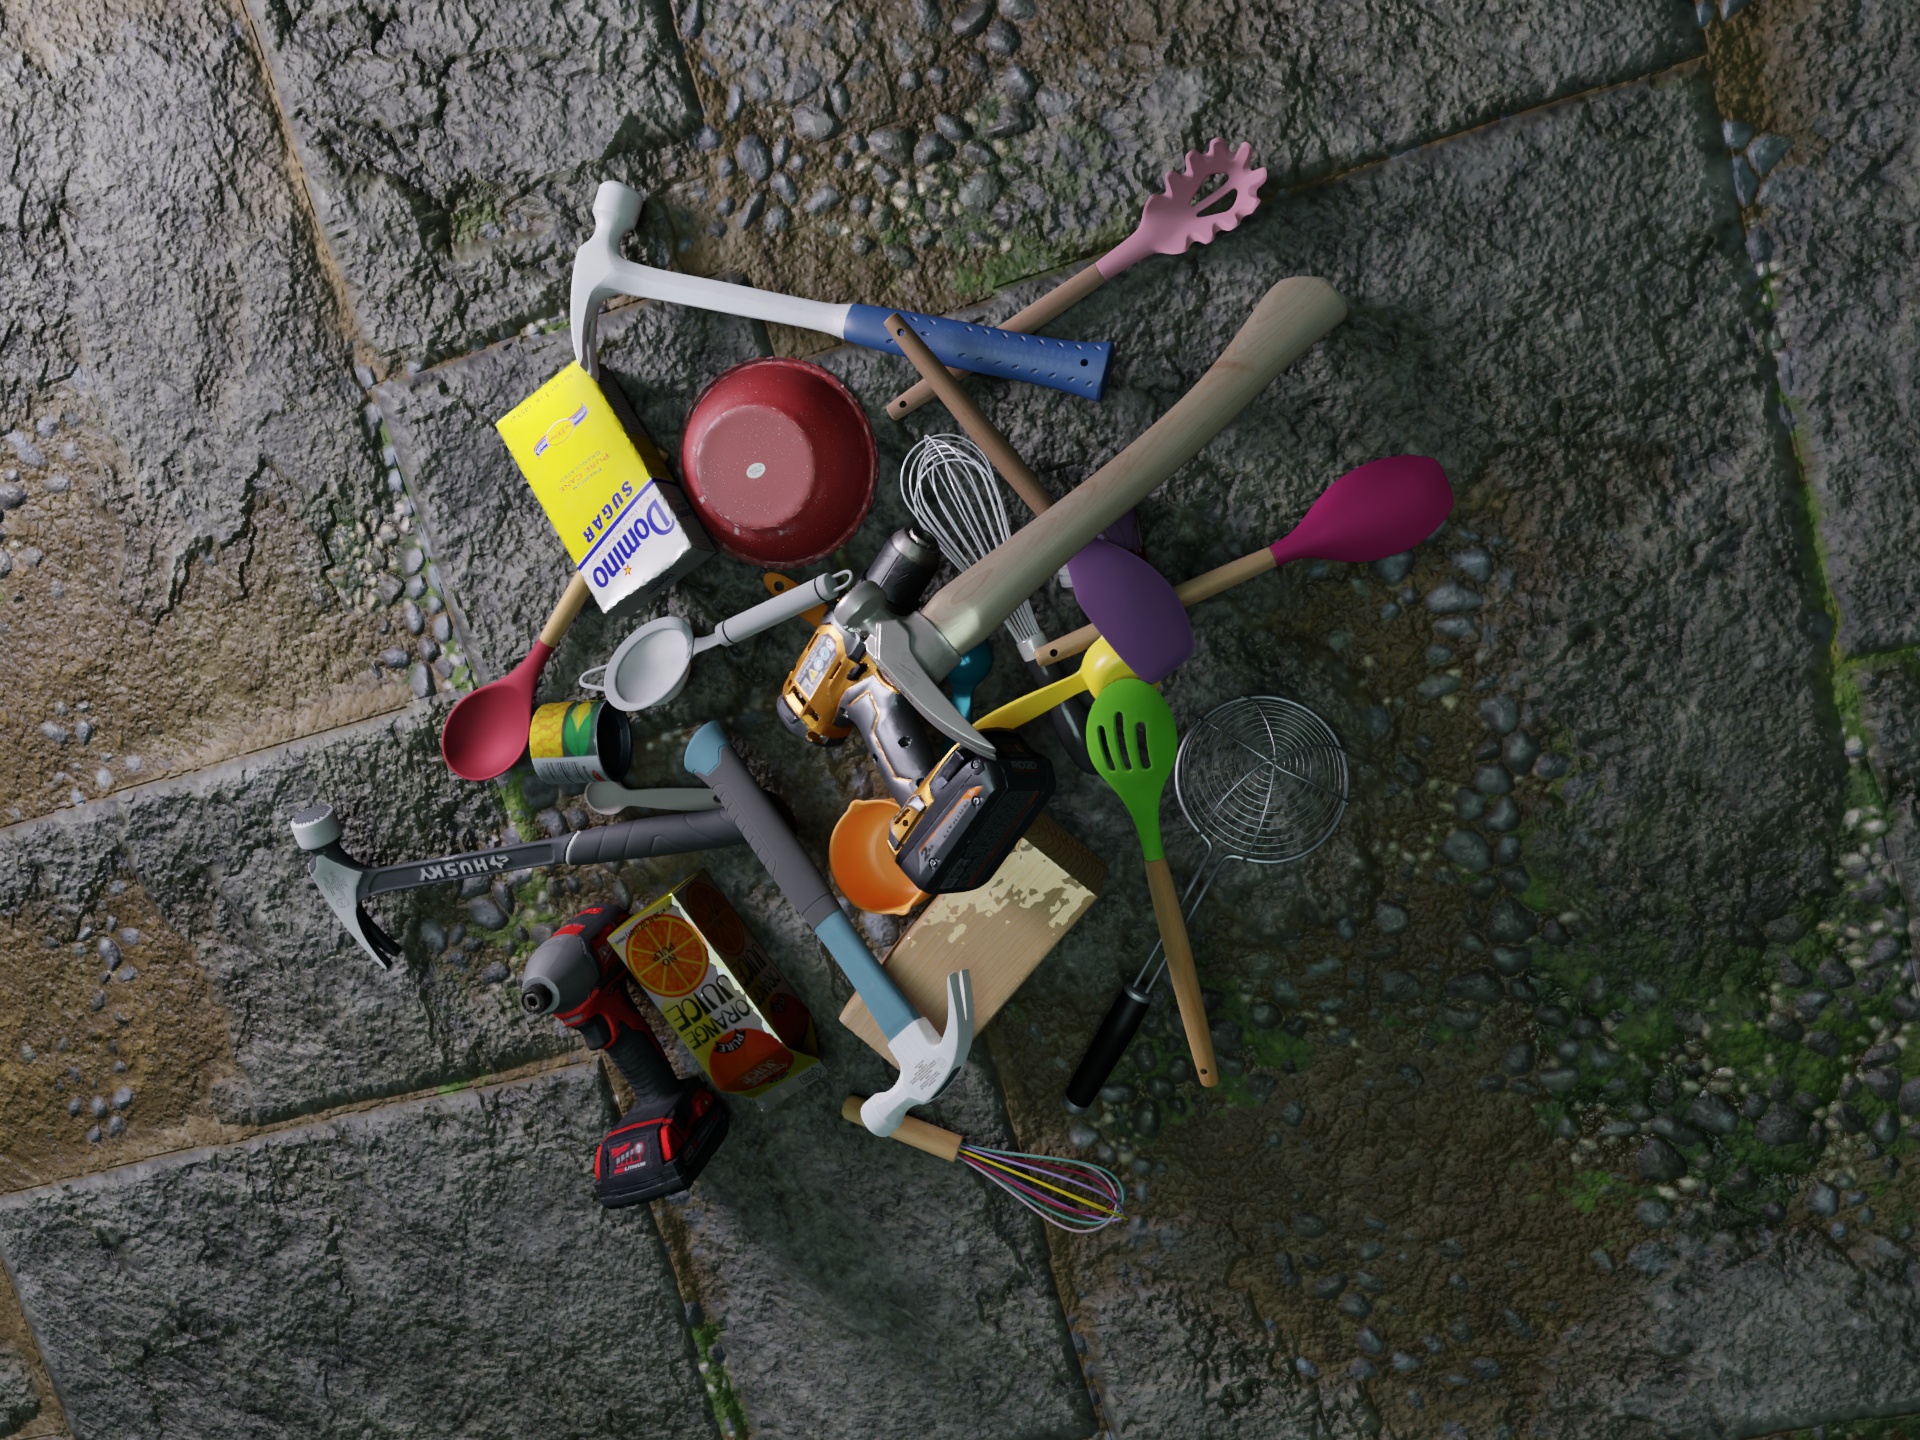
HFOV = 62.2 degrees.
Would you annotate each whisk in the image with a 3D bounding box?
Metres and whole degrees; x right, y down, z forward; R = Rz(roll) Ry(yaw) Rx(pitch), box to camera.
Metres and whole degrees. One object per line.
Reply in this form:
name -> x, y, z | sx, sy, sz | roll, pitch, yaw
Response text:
whisk -> 0.019, 0.351, 1.277 | 0.245, 0.047, 0.051 | 19, 105, 10
whisk -> 0.039, -0.084, 1.184 | 0.070, 0.070, 0.284 | -25, 100, 15

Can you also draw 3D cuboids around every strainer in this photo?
strainer -> -0.182, -0.062, 1.211 | 0.258, 0.087, 0.050 | -21, 140, 29

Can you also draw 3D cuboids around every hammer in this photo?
hammer -> 0.114, -0.153, 1.078 | 0.410, 0.038, 0.146 | -41, 78, -8
hammer -> -0.331, 0.112, 1.291 | 0.409, 0.036, 0.149 | -9, 115, 10
hammer -> -0.092, -0.284, 1.148 | 0.405, 0.035, 0.144 | 14, 85, 10
hammer -> -0.108, 0.139, 1.191 | 0.128, 0.033, 0.331 | -43, 73, 19

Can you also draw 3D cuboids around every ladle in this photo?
ladle -> -0.317, -0.084, 1.265 | 0.069, 0.031, 0.315 | 36, 103, 5

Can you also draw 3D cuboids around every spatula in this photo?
spatula -> 0.053, -0.159, 1.111 | 0.060, 0.018, 0.316 | -40, 93, 10

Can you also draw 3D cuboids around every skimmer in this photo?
skimmer -> 0.170, 0.149, 1.214 | 0.127, 0.090, 0.363 | 29, 115, 10

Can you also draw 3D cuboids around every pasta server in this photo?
pasta server -> 0.076, -0.306, 1.138 | 0.316, 0.040, 0.060 | -31, 92, 16

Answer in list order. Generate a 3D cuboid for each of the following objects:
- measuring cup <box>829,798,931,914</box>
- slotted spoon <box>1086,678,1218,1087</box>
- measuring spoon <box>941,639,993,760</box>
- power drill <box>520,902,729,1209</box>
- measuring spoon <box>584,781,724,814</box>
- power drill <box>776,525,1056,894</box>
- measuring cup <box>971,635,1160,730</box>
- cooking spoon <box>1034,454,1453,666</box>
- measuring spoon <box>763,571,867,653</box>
measuring cup -> -0.017, 0.084, 1.215 | 0.173, 0.052, 0.095 | -29, 79, 20
slotted spoon -> 0.148, 0.123, 1.149 | 0.070, 0.031, 0.313 | -7, 105, 30
measuring spoon -> -0.002, -0.004, 1.220 | 0.042, 0.021, 0.128 | 8, 101, 10
power drill -> -0.275, 0.266, 1.267 | 0.078, 0.143, 0.219 | -19, 99, 16
measuring spoon -> -0.241, 0.059, 1.286 | 0.124, 0.018, 0.034 | 2, 119, 4
power drill -> -0.028, -0.012, 1.142 | 0.226, 0.084, 0.185 | 51, 120, 31
measuring cup -> 0.074, -0.013, 1.155 | 0.156, 0.029, 0.062 | -26, 128, 6
cooking spoon -> 0.201, -0.107, 1.144 | 0.319, 0.017, 0.068 | -23, 96, 6
measuring spoon -> -0.106, -0.078, 1.231 | 0.117, 0.011, 0.021 | 36, 105, 2
